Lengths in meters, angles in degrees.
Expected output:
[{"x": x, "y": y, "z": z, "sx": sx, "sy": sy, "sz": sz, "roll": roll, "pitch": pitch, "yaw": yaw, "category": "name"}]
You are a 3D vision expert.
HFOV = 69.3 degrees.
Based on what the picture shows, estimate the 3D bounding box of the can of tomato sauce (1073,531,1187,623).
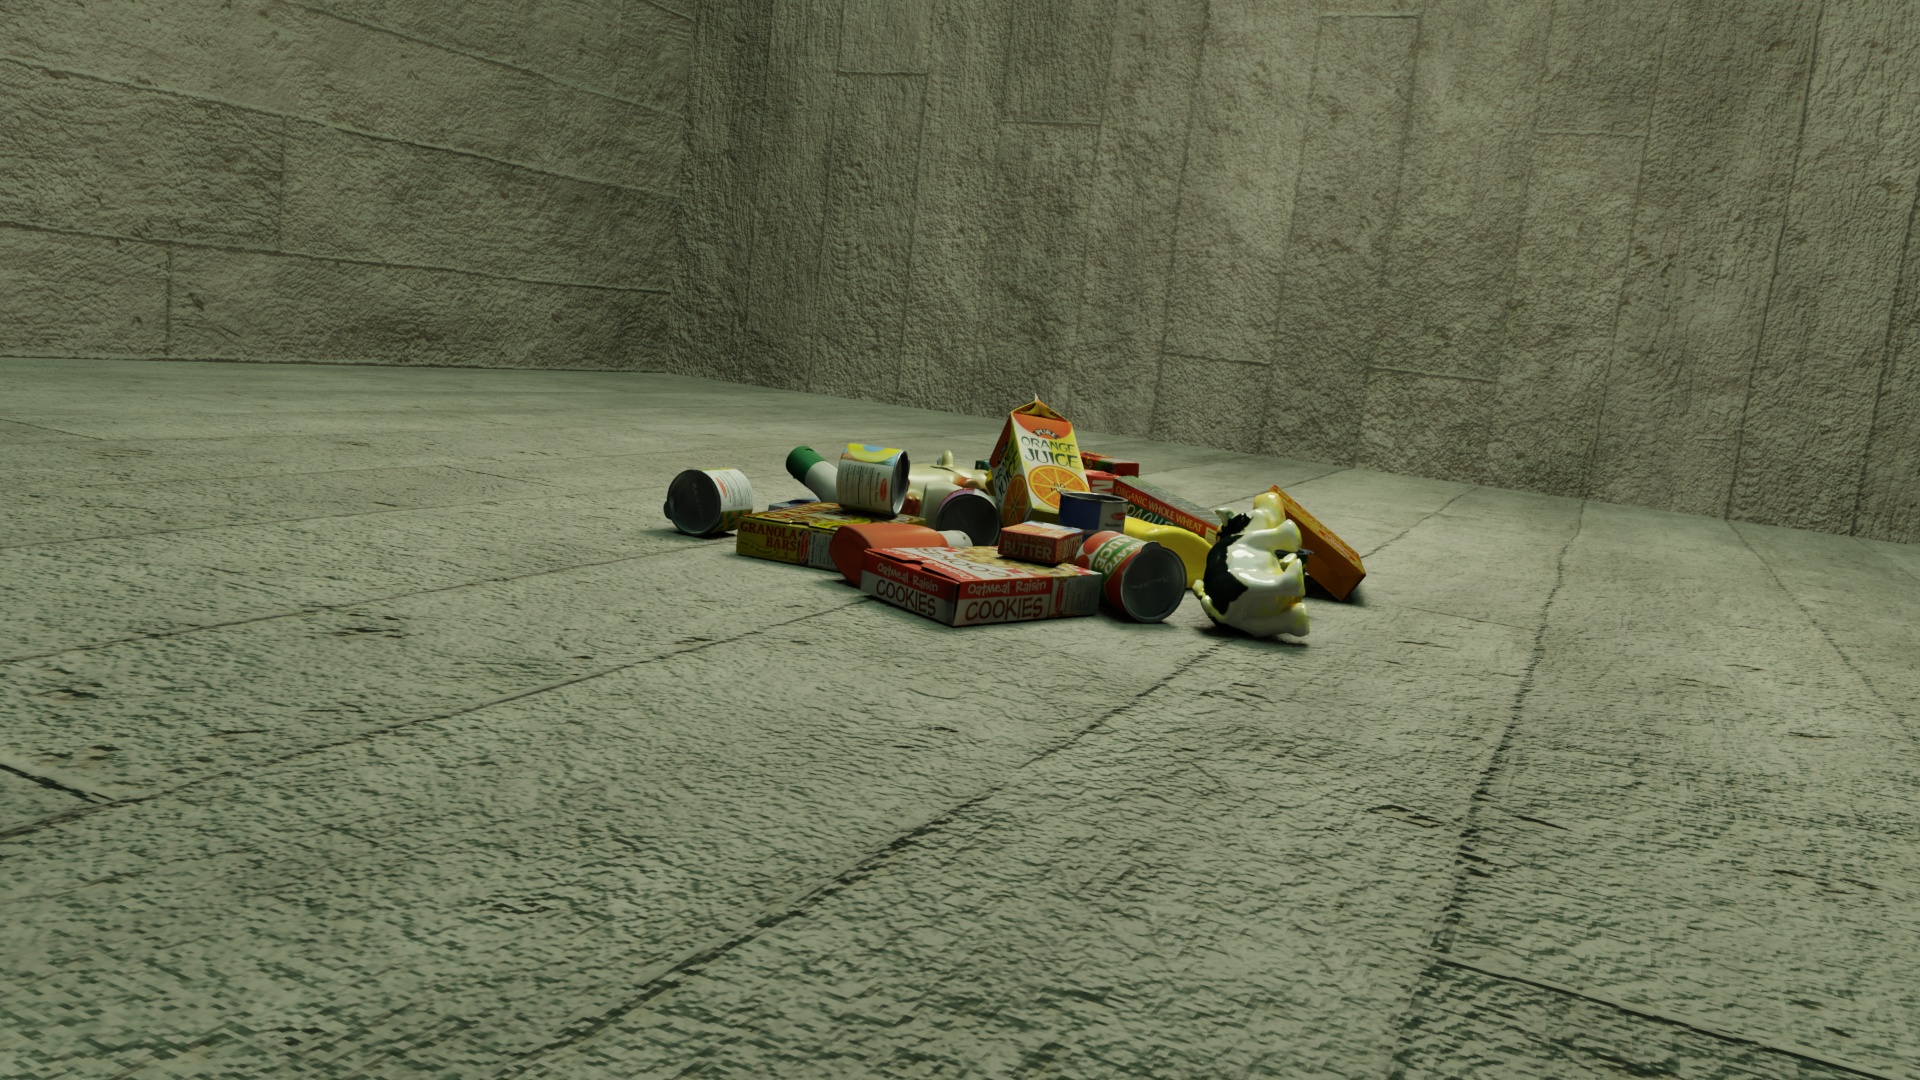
[{"x": 0.146, "y": 0.029, "z": 1.211, "sx": 0.071, "sy": 0.071, "sz": 0.083, "roll": 2, "pitch": 9, "yaw": -26, "category": "can of tomato sauce"}]

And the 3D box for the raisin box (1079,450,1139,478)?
[{"x": 0.178, "y": -0.066, "z": 1.787, "sx": 0.040, "sy": 0.086, "sz": 0.123, "roll": -3, "pitch": 12, "yaw": -26, "category": "raisin box"}]

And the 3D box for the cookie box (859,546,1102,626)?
[{"x": 0.018, "y": 0.035, "z": 1.175, "sx": 0.168, "sy": 0.040, "sz": 0.123, "roll": -1, "pitch": 12, "yaw": -42, "category": "cookie box"}]

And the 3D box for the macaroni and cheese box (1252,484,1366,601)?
[{"x": 0.365, "y": -0.001, "z": 1.468, "sx": 0.124, "sy": 0.040, "sz": 0.167, "roll": 41, "pitch": 14, "yaw": 6, "category": "macaroni and cheese box"}]

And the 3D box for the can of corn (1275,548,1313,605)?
[{"x": 0.293, "y": 0.035, "z": 1.308, "sx": 0.071, "sy": 0.058, "sz": 0.071, "roll": 6, "pitch": 8, "yaw": -1, "category": "can of corn"}]

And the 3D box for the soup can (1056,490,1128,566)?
[{"x": 0.123, "y": -0.003, "z": 1.350, "sx": 0.071, "sy": 0.083, "sz": 0.071, "roll": 6, "pitch": 8, "yaw": -1, "category": "soup can"}]

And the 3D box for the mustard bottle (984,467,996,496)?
[{"x": 0.105, "y": -0.040, "z": 1.575, "sx": 0.160, "sy": 0.049, "sz": 0.065, "roll": 35, "pitch": -43, "yaw": -15, "category": "mustard bottle"}]

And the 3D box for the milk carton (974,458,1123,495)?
[{"x": 0.116, "y": -0.056, "z": 1.723, "sx": 0.190, "sy": 0.072, "sz": 0.073, "roll": 10, "pitch": 9, "yaw": 20, "category": "milk carton"}]

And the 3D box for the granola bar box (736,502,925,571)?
[{"x": -0.122, "y": -0.006, "z": 1.346, "sx": 0.124, "sy": 0.039, "sz": 0.166, "roll": 9, "pitch": 9, "yaw": 19, "category": "granola bar box"}]

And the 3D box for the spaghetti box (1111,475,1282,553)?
[{"x": 0.245, "y": -0.008, "z": 1.448, "sx": 0.029, "sy": 0.050, "sz": 0.250, "roll": -9, "pitch": 25, "yaw": -33, "category": "spaghetti box"}]

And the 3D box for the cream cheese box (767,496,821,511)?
[{"x": -0.164, "y": -0.029, "z": 1.515, "sx": 0.053, "sy": 0.024, "sz": 0.104, "roll": 10, "pitch": 10, "yaw": 18, "category": "cream cheese box"}]

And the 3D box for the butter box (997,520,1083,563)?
[{"x": 0.072, "y": 0.001, "z": 1.230, "sx": 0.053, "sy": 0.024, "sz": 0.104, "roll": 10, "pitch": 7, "yaw": 16, "category": "butter box"}]

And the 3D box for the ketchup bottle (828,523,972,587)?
[{"x": -0.047, "y": 0.011, "z": 1.254, "sx": 0.065, "sy": 0.043, "sz": 0.149, "roll": 44, "pitch": 28, "yaw": 29, "category": "ketchup bottle"}]

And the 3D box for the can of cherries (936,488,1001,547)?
[{"x": 0.005, "y": -0.018, "z": 1.433, "sx": 0.071, "sy": 0.071, "sz": 0.058, "roll": 6, "pitch": 8, "yaw": -2, "category": "can of cherries"}]

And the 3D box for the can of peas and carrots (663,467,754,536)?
[{"x": -0.251, "y": -0.038, "z": 1.386, "sx": 0.071, "sy": 0.071, "sz": 0.059, "roll": 10, "pitch": 9, "yaw": 26, "category": "can of peas and carrots"}]

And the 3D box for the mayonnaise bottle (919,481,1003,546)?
[{"x": 0.031, "y": -0.022, "z": 1.493, "sx": 0.148, "sy": 0.064, "sz": 0.041, "roll": 9, "pitch": 13, "yaw": -7, "category": "mayonnaise bottle"}]

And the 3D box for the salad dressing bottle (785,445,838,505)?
[{"x": -0.131, "y": -0.053, "z": 1.485, "sx": 0.148, "sy": 0.044, "sz": 0.064, "roll": 37, "pitch": 19, "yaw": 35, "category": "salad dressing bottle"}]

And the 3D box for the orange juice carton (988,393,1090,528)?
[{"x": 0.082, "y": -0.069, "z": 1.463, "sx": 0.073, "sy": 0.071, "sz": 0.193, "roll": 9, "pitch": 42, "yaw": -18, "category": "orange juice carton"}]

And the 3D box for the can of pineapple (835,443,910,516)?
[{"x": -0.086, "y": -0.061, "z": 1.373, "sx": 0.058, "sy": 0.071, "sz": 0.071, "roll": 8, "pitch": 9, "yaw": 10, "category": "can of pineapple"}]
